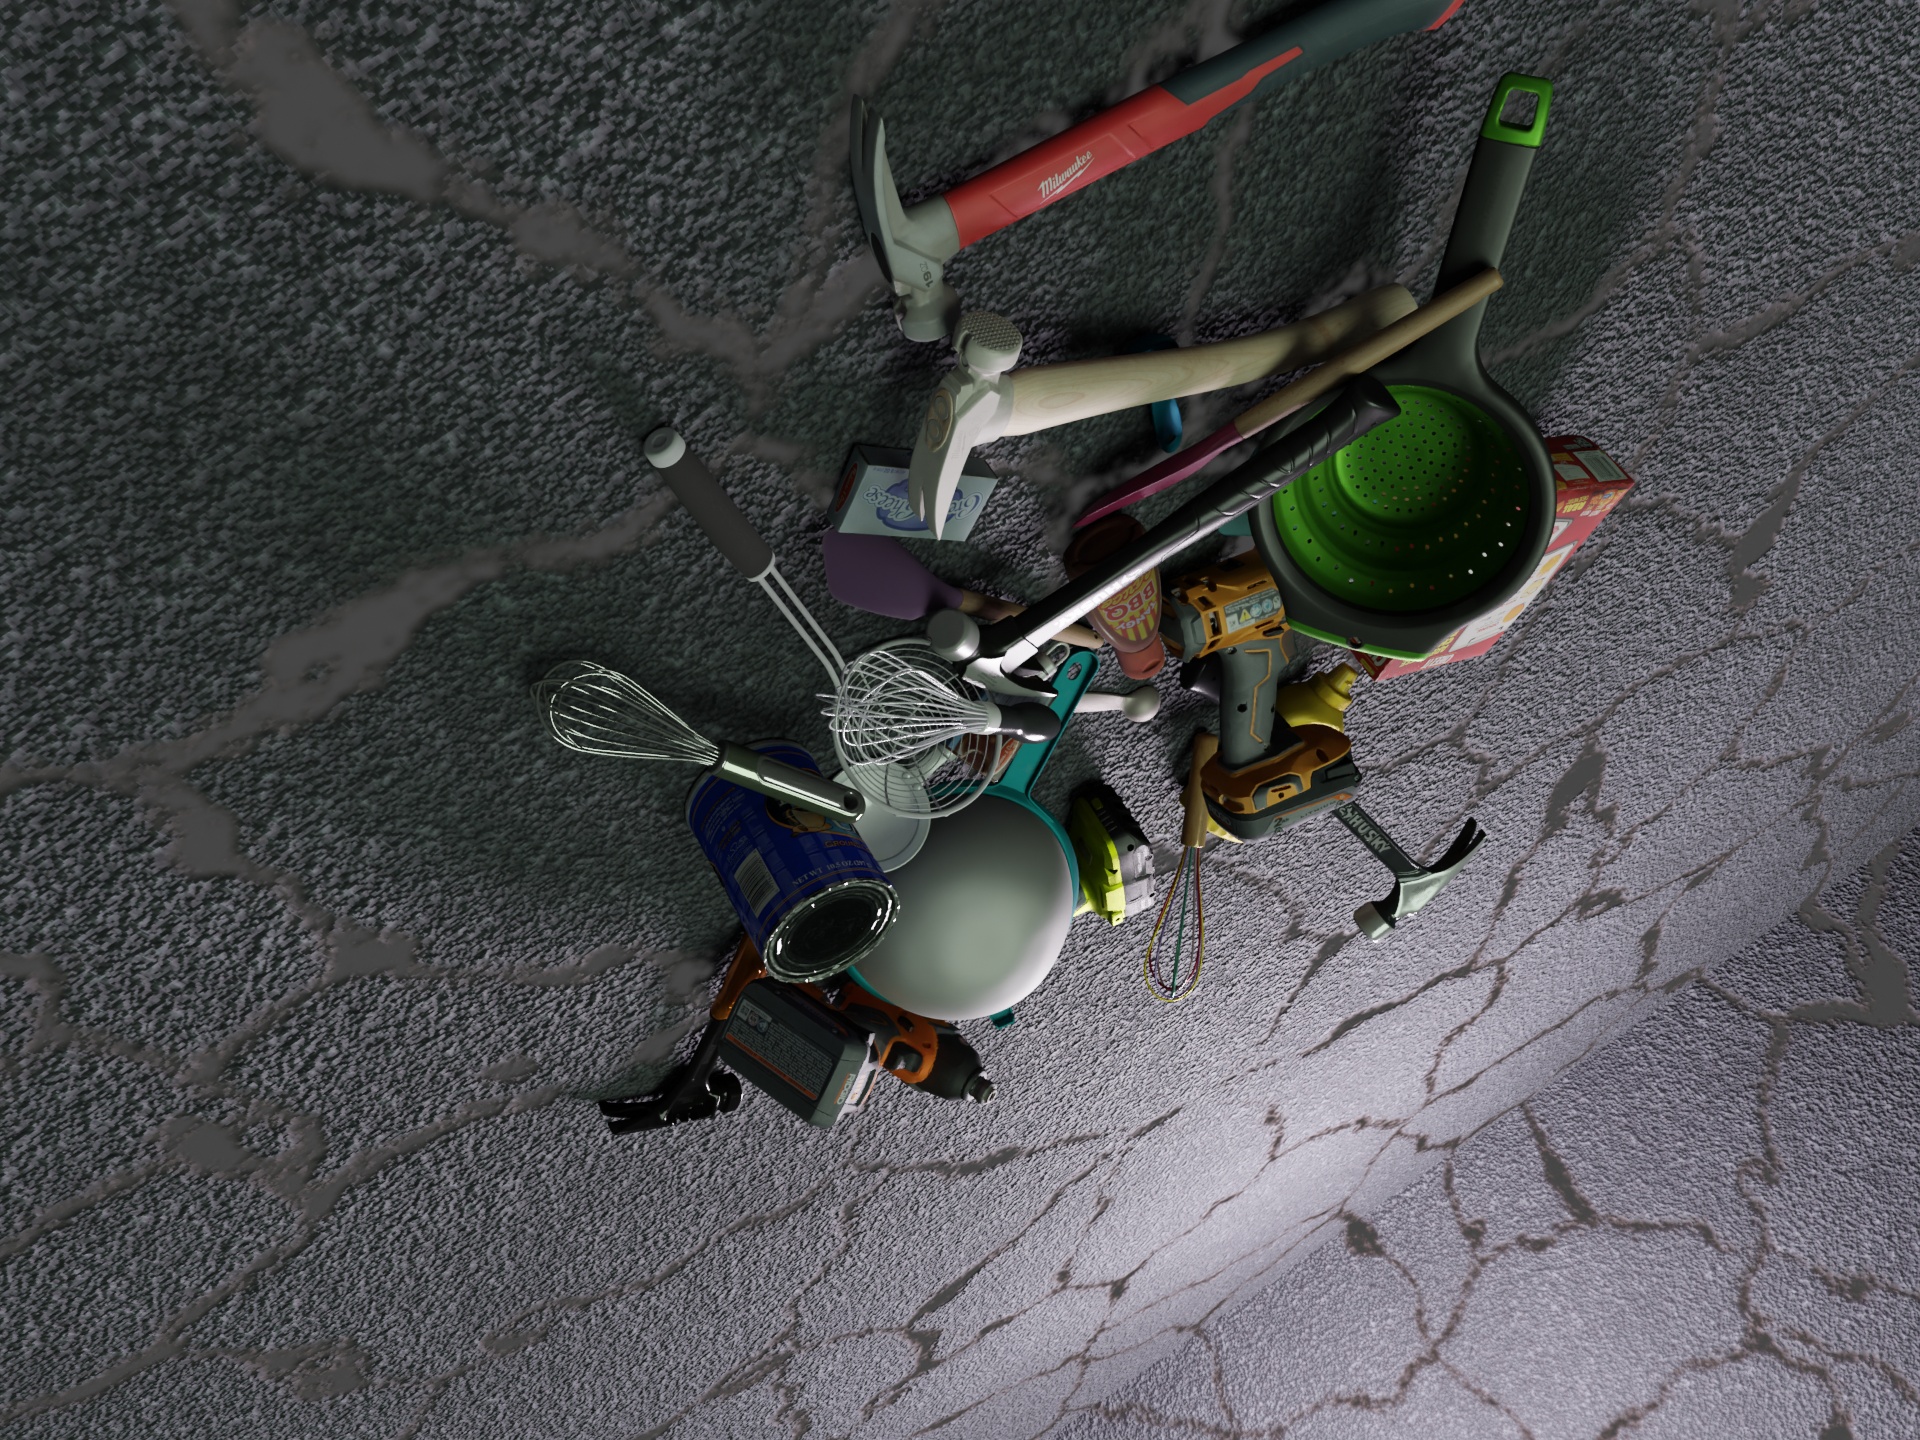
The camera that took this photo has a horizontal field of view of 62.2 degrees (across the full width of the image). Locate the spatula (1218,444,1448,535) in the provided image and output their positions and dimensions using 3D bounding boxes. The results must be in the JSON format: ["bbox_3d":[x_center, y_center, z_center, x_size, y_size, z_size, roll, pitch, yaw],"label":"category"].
[{"bbox_3d":[0.341,-0.188,1.269,0.317,0.044,0.082,-13,139,-36],"label":"spatula"}]

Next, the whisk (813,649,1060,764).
[{"bbox_3d":[-0.001,-0.005,1.045,0.070,0.070,0.284,-49,157,18],"label":"whisk"}]

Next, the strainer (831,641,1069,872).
[{"bbox_3d":[-0.015,0.027,1.207,0.258,0.050,0.087,-41,101,-2],"label":"strainer"}]

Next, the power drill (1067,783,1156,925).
[{"bbox_3d":[0.053,0.150,1.375,0.223,0.080,0.171,-25,143,-10],"label":"power drill"}]

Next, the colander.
[{"bbox_3d":[0.319,-0.234,1.069,0.094,0.204,0.396,-59,162,-53],"label":"colander"}]

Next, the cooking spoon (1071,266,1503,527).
[{"bbox_3d":[0.206,-0.205,1.045,0.319,0.017,0.069,-28,177,28],"label":"cooking spoon"}]

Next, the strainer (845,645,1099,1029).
[{"bbox_3d":[0.033,0.105,1.238,0.211,0.095,0.340,21,107,-22],"label":"strainer"}]

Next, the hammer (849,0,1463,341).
[{"bbox_3d":[0.119,-0.354,0.880,0.386,0.038,0.143,-30,143,-9],"label":"hammer"}]

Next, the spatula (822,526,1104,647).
[{"bbox_3d":[0.011,-0.082,1.102,0.018,0.060,0.315,-18,162,34],"label":"spatula"}]

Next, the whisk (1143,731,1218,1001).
[{"bbox_3d":[0.200,0.132,1.413,0.051,0.047,0.245,-10,108,-70],"label":"whisk"}]

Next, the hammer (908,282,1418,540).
[{"bbox_3d":[0.146,-0.219,1.024,0.410,0.038,0.146,-19,148,-33],"label":"hammer"}]

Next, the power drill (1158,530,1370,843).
[{"bbox_3d":[0.260,-0.036,1.270,0.185,0.084,0.226,-22,115,-13],"label":"power drill"}]

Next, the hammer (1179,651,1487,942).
[{"bbox_3d":[0.322,0.054,1.407,0.149,0.036,0.408,-41,125,13],"label":"hammer"}]

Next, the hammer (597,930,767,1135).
[{"bbox_3d":[-0.186,0.216,1.288,0.127,0.034,0.336,-2,133,-40],"label":"hammer"}]

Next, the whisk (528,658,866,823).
[{"bbox_3d":[-0.162,0.020,1.019,0.246,0.058,0.059,23,151,-32],"label":"whisk"}]

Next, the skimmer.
[{"bbox_3d":[-0.078,-0.059,1.012,0.127,0.090,0.362,-62,147,-19],"label":"skimmer"}]

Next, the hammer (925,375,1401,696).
[{"bbox_3d":[0.142,-0.121,1.062,0.335,0.035,0.146,-33,155,13],"label":"hammer"}]

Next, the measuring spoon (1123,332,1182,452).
[{"bbox_3d":[0.130,-0.219,1.068,0.042,0.021,0.128,-38,154,-2],"label":"measuring spoon"}]

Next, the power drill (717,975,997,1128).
[{"bbox_3d":[-0.073,0.270,1.296,0.226,0.164,0.084,15,101,-62],"label":"power drill"}]

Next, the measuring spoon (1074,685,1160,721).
[{"bbox_3d":[0.117,-0.010,1.291,0.124,0.018,0.034,-1,132,-38],"label":"measuring spoon"}]
